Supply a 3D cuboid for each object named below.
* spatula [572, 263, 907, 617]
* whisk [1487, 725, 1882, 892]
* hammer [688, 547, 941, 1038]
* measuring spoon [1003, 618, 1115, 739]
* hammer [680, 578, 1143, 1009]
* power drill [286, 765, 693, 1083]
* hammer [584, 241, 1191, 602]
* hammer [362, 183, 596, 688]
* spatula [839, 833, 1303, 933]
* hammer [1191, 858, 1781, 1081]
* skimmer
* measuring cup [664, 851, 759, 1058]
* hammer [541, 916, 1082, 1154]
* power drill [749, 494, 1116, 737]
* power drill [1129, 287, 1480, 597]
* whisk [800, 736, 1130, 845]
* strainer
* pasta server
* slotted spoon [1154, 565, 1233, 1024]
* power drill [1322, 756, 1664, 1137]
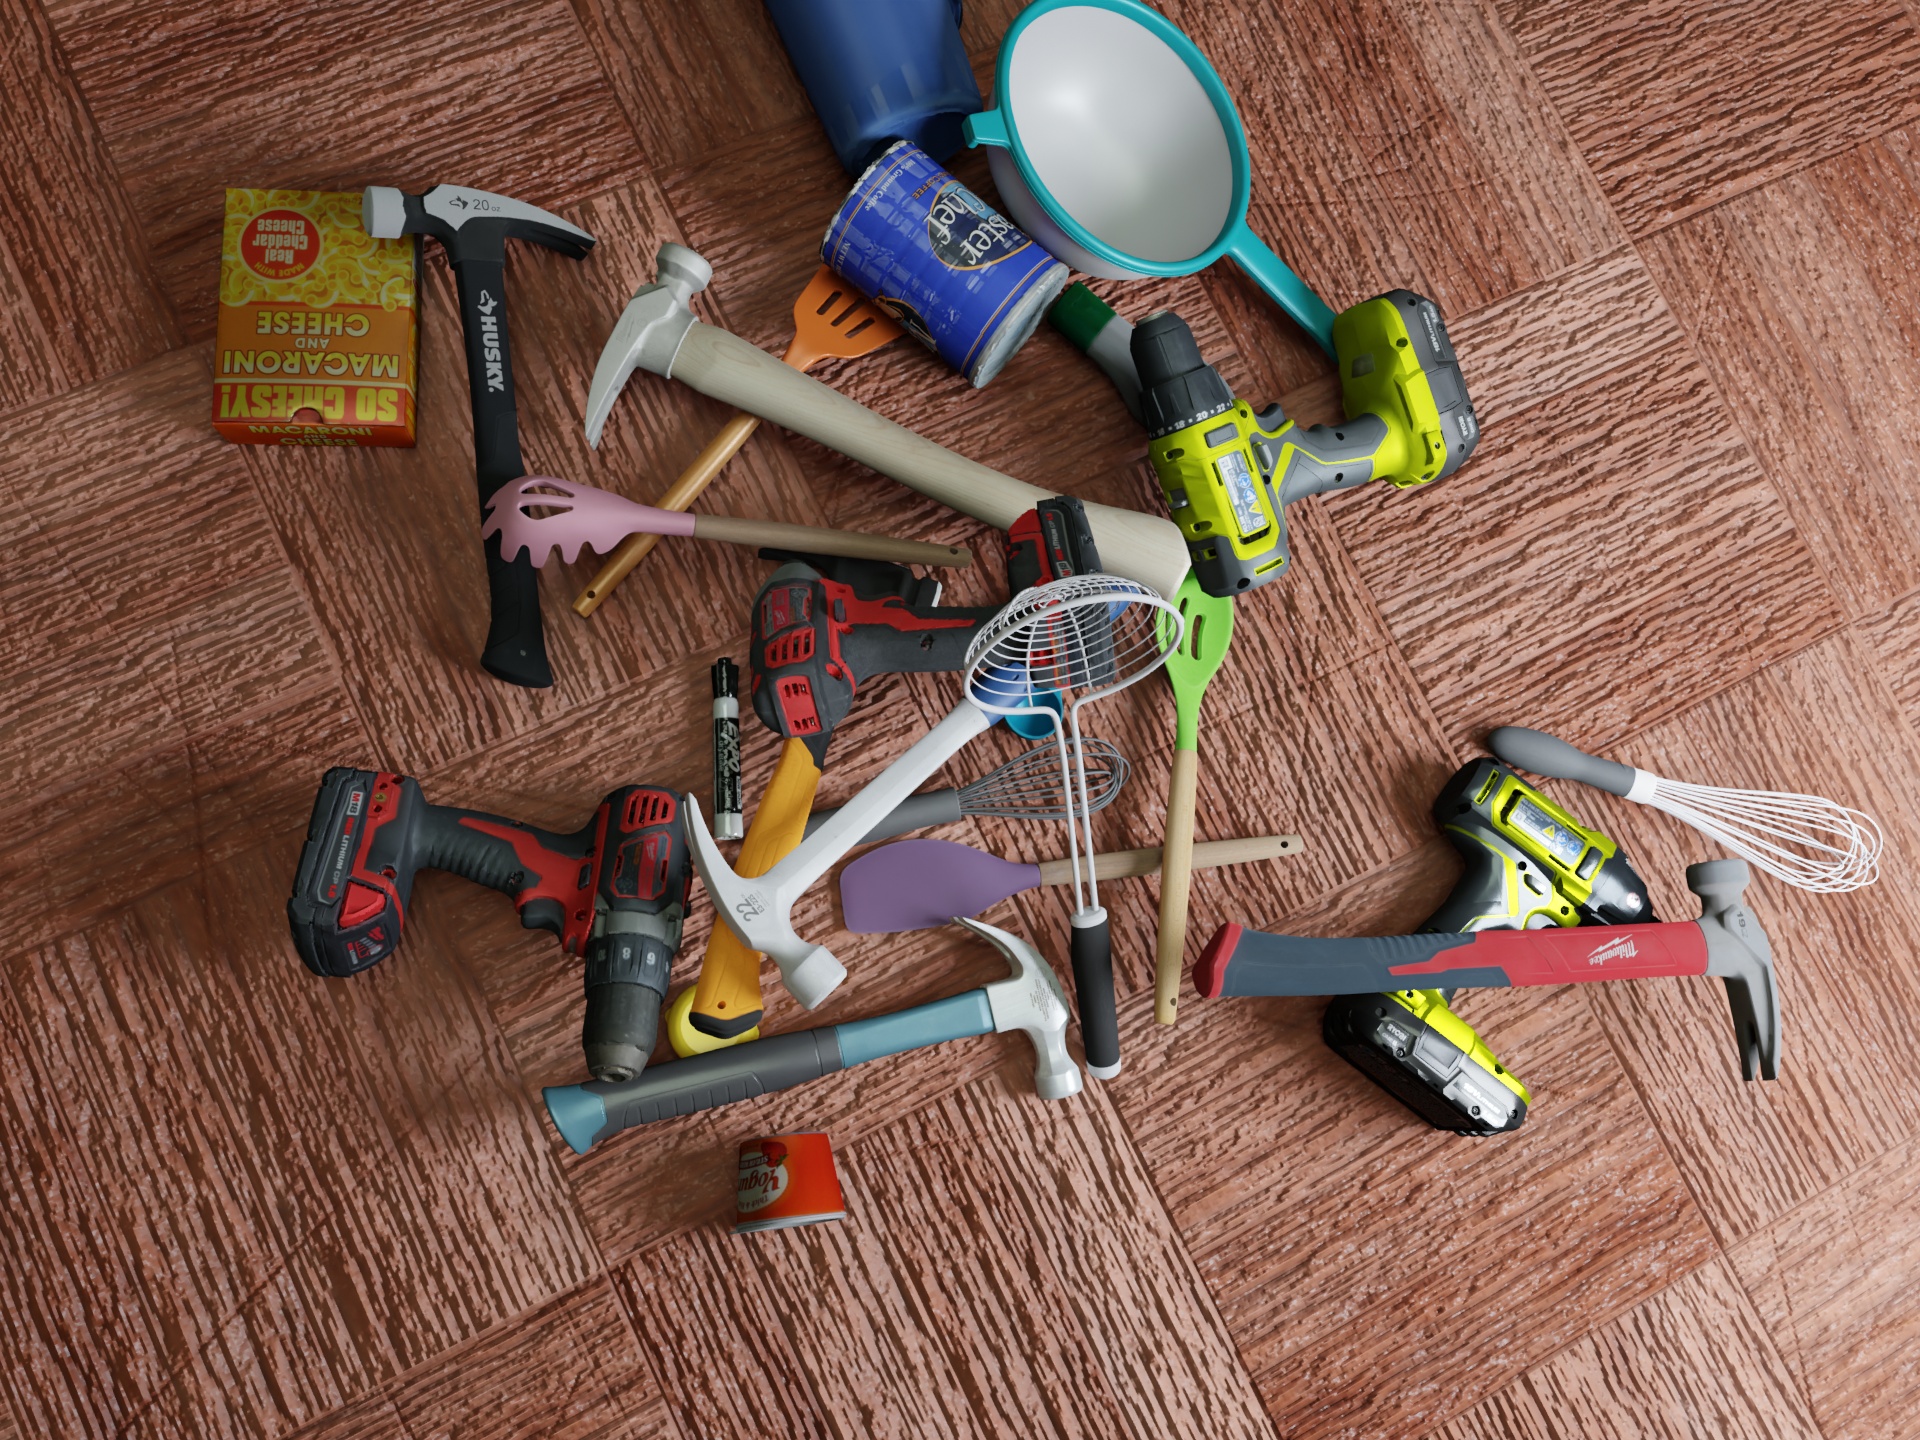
[{"bbox_3d":[-0.154,-0.194,1.093,0.081,0.041,0.322,39,80,1],"label":"spatula"},{"bbox_3d":[0.507,0.055,1.118,0.284,0.070,0.070,19,77,2],"label":"whisk"},{"bbox_3d":[-0.114,0.036,1.013,0.127,0.034,0.337,18,66,-4],"label":"hammer"},{"bbox_3d":[0.071,-0.037,1.097,0.042,0.021,0.129,37,67,1],"label":"measuring spoon"},{"bbox_3d":[-0.002,-0.003,1.022,0.144,0.035,0.405,47,64,2],"label":"hammer"},{"bbox_3d":[-0.279,0.120,0.961,0.226,0.080,0.188,6,56,-9],"label":"power drill"},{"bbox_3d":[-0.044,-0.169,1.055,0.410,0.038,0.146,25,82,2],"label":"hammer"},{"bbox_3d":[-0.301,-0.187,1.051,0.146,0.035,0.335,-5,84,-30],"label":"hammer"},{"bbox_3d":[0.077,0.098,1.066,0.316,0.018,0.060,-5,79,-8],"label":"spatula"},{"bbox_3d":[0.334,0.165,1.000,0.386,0.038,0.143,-1,75,-12],"label":"hammer"},{"bbox_3d":[0.078,0.079,0.938,0.127,0.090,0.363,-12,116,-9],"label":"skimmer"},{"bbox_3d":[-0.147,0.146,1.019,0.062,0.029,0.156,14,80,-5],"label":"measuring cup"},{"bbox_3d":[-0.090,0.209,0.991,0.331,0.033,0.128,-11,85,-17],"label":"hammer"},{"bbox_3d":[-0.023,-0.067,0.986,0.219,0.078,0.143,-10,40,0],"label":"power drill"},{"bbox_3d":[0.228,-0.210,1.086,0.228,0.080,0.190,-25,99,-21],"label":"power drill"},{"bbox_3d":[-0.004,0.054,1.051,0.239,0.055,0.055,-12,81,-6],"label":"whisk"},{"bbox_3d":[0.142,-0.358,1.139,0.340,0.095,0.211,37,62,-19],"label":"strainer"},{"bbox_3d":[-0.148,-0.121,1.038,0.316,0.040,0.060,5,67,-14],"label":"pasta server"},{"bbox_3d":[0.147,0.045,1.066,0.070,0.031,0.314,18,70,-33],"label":"slotted spoon"},{"bbox_3d":[0.360,0.158,1.065,0.171,0.080,0.223,37,73,1],"label":"power drill"}]
